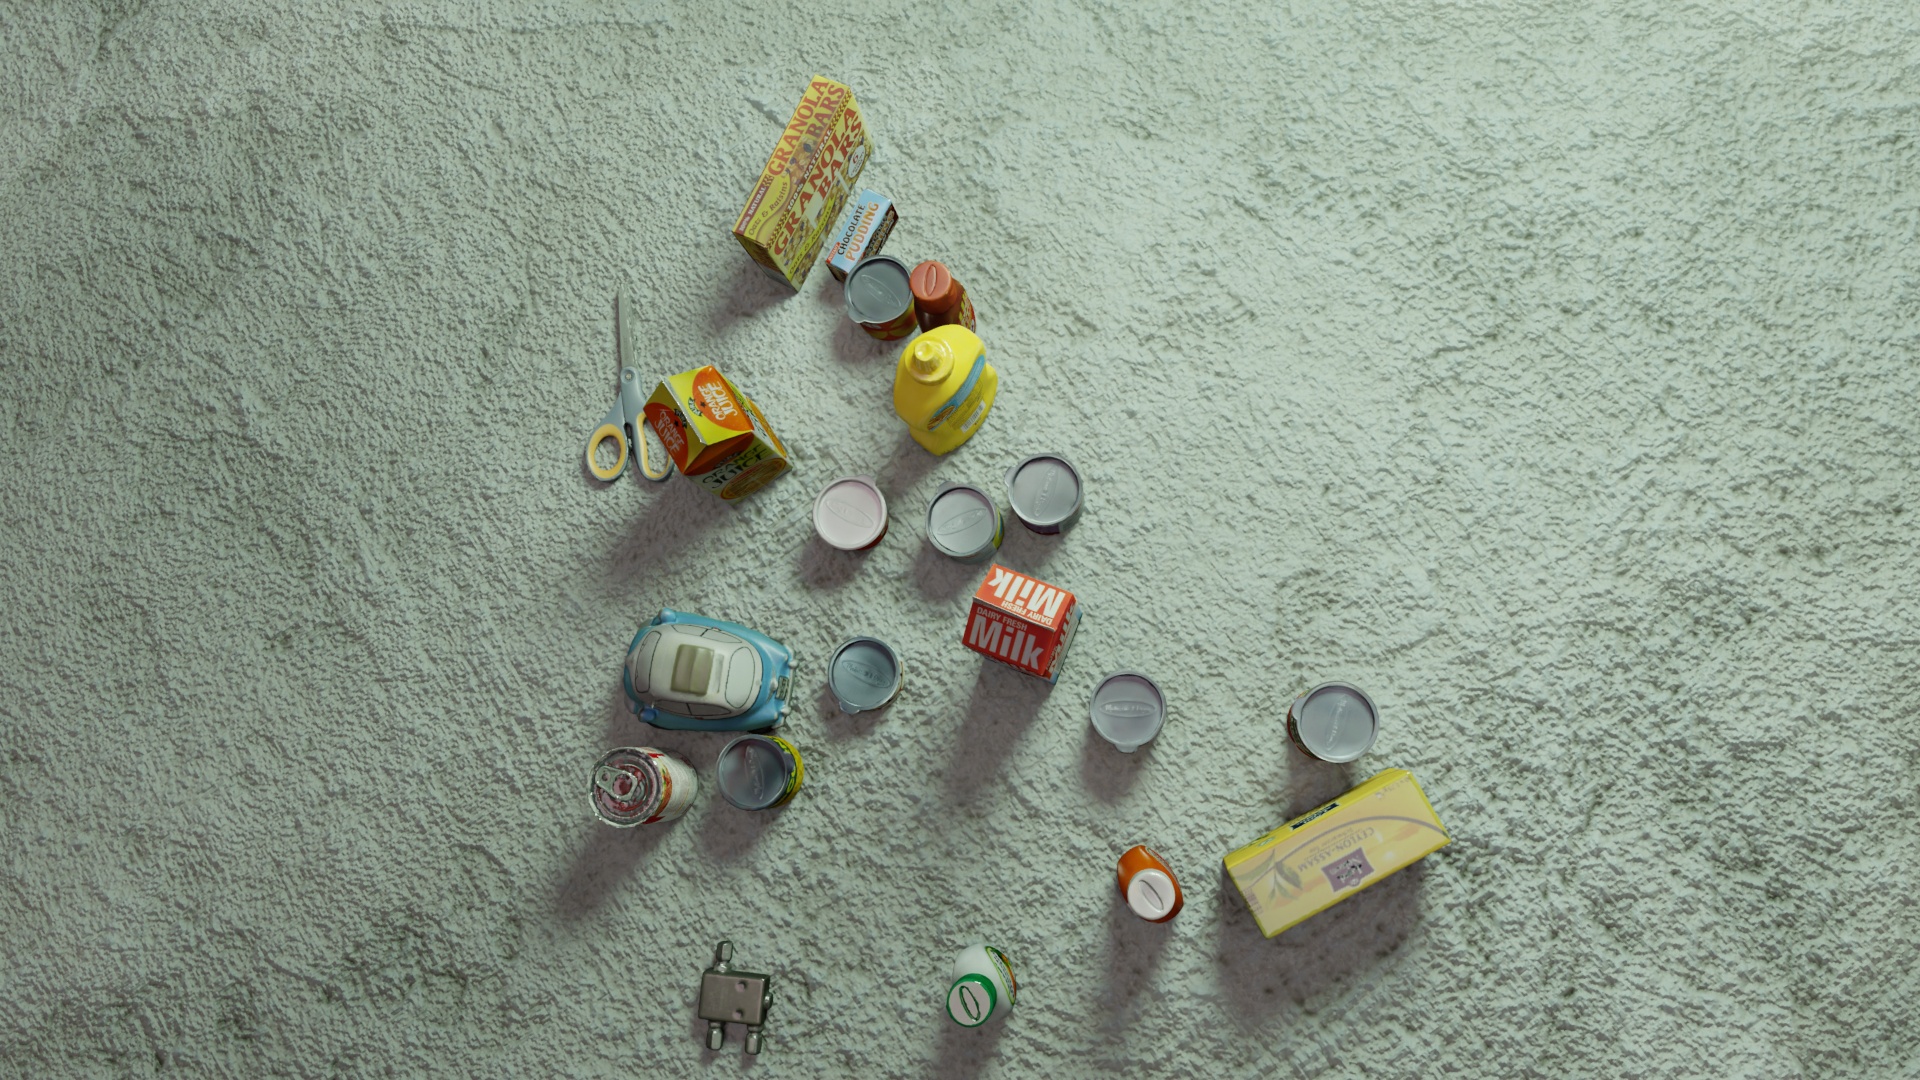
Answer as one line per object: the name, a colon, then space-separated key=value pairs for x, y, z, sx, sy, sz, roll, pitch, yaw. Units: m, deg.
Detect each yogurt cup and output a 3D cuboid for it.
yogurt cup: x=-0.097 y=-0.021 z=1.269 sx=0.072 sy=0.054 sz=0.072 roll=-1 pitch=81 yaw=7

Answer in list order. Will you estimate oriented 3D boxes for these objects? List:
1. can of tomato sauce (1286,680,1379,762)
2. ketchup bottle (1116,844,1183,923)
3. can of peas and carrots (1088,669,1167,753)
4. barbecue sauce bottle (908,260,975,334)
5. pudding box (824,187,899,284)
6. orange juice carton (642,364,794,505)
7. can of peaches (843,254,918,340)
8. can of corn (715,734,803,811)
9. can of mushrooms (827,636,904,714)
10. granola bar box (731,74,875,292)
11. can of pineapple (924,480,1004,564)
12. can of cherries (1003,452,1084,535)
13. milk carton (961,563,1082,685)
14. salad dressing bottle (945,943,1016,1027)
can of tomato sauce: x=0.311 y=0.154 z=1.172 sx=0.071 sy=0.083 sz=0.071 roll=-1 pitch=81 yaw=7
ketchup bottle: x=0.155 y=0.285 z=1.136 sx=0.043 sy=0.148 sz=0.065 roll=-38 pitch=78 yaw=0
can of peas and carrots: x=0.146 y=0.149 z=1.206 sx=0.071 sy=0.058 sz=0.071 roll=-1 pitch=81 yaw=7
barbecue sauce bottle: x=-0.017 y=-0.208 z=1.242 sx=0.044 sy=0.148 sz=0.065 roll=8 pitch=82 yaw=9
pudding box: x=-0.093 y=-0.286 z=1.315 sx=0.030 sy=0.049 sz=0.084 roll=28 pitch=85 yaw=11
orange juice carton: x=-0.216 y=-0.094 z=1.226 sx=0.073 sy=0.192 sz=0.072 roll=-33 pitch=78 yaw=2
can of peaches: x=-0.072 y=-0.224 z=1.298 sx=0.071 sy=0.058 sz=0.071 roll=-1 pitch=81 yaw=7
can of corn: x=-0.175 y=0.206 z=1.238 sx=0.071 sy=0.058 sz=0.071 roll=-1 pitch=81 yaw=7
can of mushrooms: x=-0.086 y=0.123 z=1.254 sx=0.071 sy=0.033 sz=0.071 roll=-1 pitch=80 yaw=7
granola bar box: x=-0.144 y=-0.329 z=1.291 sx=0.039 sy=0.124 sz=0.165 roll=26 pitch=85 yaw=11
can of pineapple: x=0.004 y=-0.016 z=1.253 sx=0.071 sy=0.058 sz=0.071 roll=-1 pitch=81 yaw=7
can of cherries: x=0.076 y=-0.042 z=1.248 sx=0.071 sy=0.058 sz=0.071 roll=-1 pitch=81 yaw=7
milk carton: x=0.053 y=0.071 z=1.164 sx=0.072 sy=0.190 sz=0.073 roll=21 pitch=84 yaw=10
salad dressing bottle: x=0.016 y=0.369 z=1.141 sx=0.044 sy=0.147 sz=0.064 roll=-26 pitch=79 yaw=3
